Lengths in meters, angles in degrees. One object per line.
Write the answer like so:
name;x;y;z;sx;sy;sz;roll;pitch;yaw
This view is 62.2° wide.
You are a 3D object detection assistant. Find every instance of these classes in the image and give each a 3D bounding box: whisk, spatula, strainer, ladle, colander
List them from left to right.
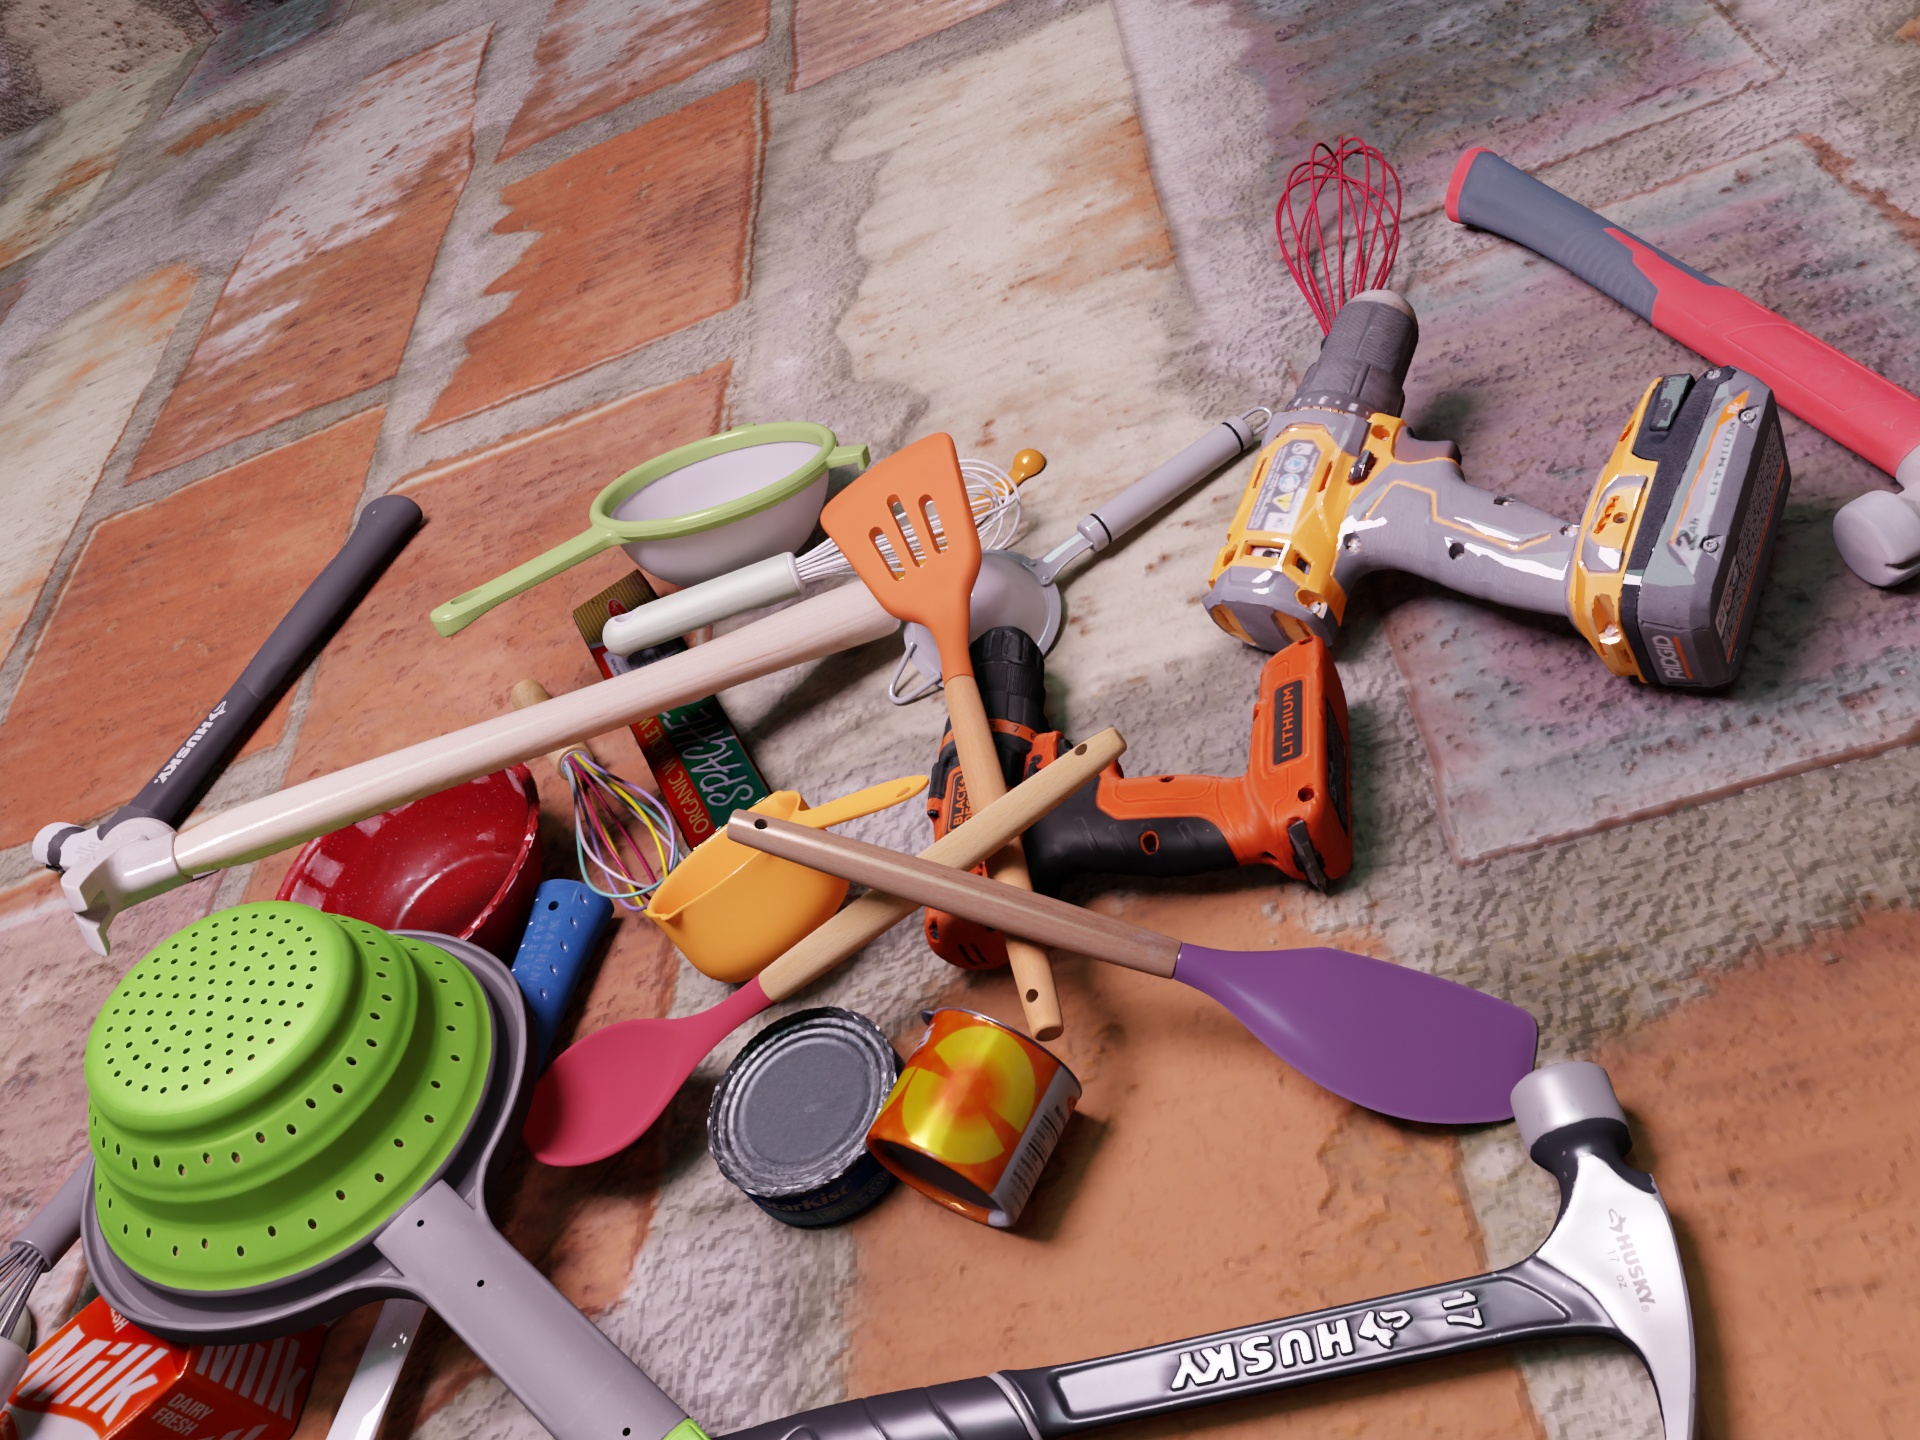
whisk;-0.435;0.253;0.748;0.055;0.055;0.239;-9;29;22
colander;-0.231;0.173;0.620;0.397;0.094;0.204;26;56;35
whisk;-0.203;0.037;0.860;0.051;0.047;0.245;-33;37;-13
strainer;-0.176;-0.092;0.914;0.256;0.069;0.152;-33;31;-25
whisk;-0.083;-0.084;0.880;0.246;0.059;0.058;-20;24;5
ladle;-0.061;0.096;0.660;0.315;0.031;0.069;-36;39;15
spatula;-0.001;-0.002;0.701;0.081;0.041;0.323;-31;45;17
strainer;0.063;-0.096;0.838;0.258;0.050;0.087;-35;58;-10
spatula;0.057;0.085;0.602;0.316;0.018;0.060;17;57;11
whisk;0.207;-0.217;0.861;0.073;0.073;0.296;-9;53;22

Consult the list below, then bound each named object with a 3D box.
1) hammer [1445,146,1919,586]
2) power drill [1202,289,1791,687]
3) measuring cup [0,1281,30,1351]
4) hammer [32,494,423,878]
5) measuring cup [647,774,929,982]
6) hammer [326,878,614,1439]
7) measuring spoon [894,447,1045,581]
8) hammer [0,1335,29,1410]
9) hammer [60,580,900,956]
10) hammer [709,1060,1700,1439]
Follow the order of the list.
hammer;0.370;-0.207;0.772;0.143;0.038;0.387;-28;42;0
power drill;0.235;-0.111;0.704;0.226;0.084;0.185;10;70;38
measuring cup;-0.486;0.338;0.732;0.083;0.038;0.168;-14;47;17
hammer;-0.467;-0.028;1.069;0.146;0.035;0.335;5;53;33
measuring cup;-0.064;0.067;0.704;0.173;0.052;0.095;-22;20;39
hammer;-0.227;0.242;0.675;0.144;0.035;0.406;-3;48;20
measuring spoon;0.003;-0.119;0.910;0.117;0.011;0.021;-42;44;-13
hammer;-0.244;0.314;0.551;0.359;0.036;0.149;4;48;13
hammer;-0.218;0.010;0.783;0.410;0.038;0.146;-21;13;-16
hammer;0.039;0.236;0.540;0.409;0.036;0.149;-19;45;13
